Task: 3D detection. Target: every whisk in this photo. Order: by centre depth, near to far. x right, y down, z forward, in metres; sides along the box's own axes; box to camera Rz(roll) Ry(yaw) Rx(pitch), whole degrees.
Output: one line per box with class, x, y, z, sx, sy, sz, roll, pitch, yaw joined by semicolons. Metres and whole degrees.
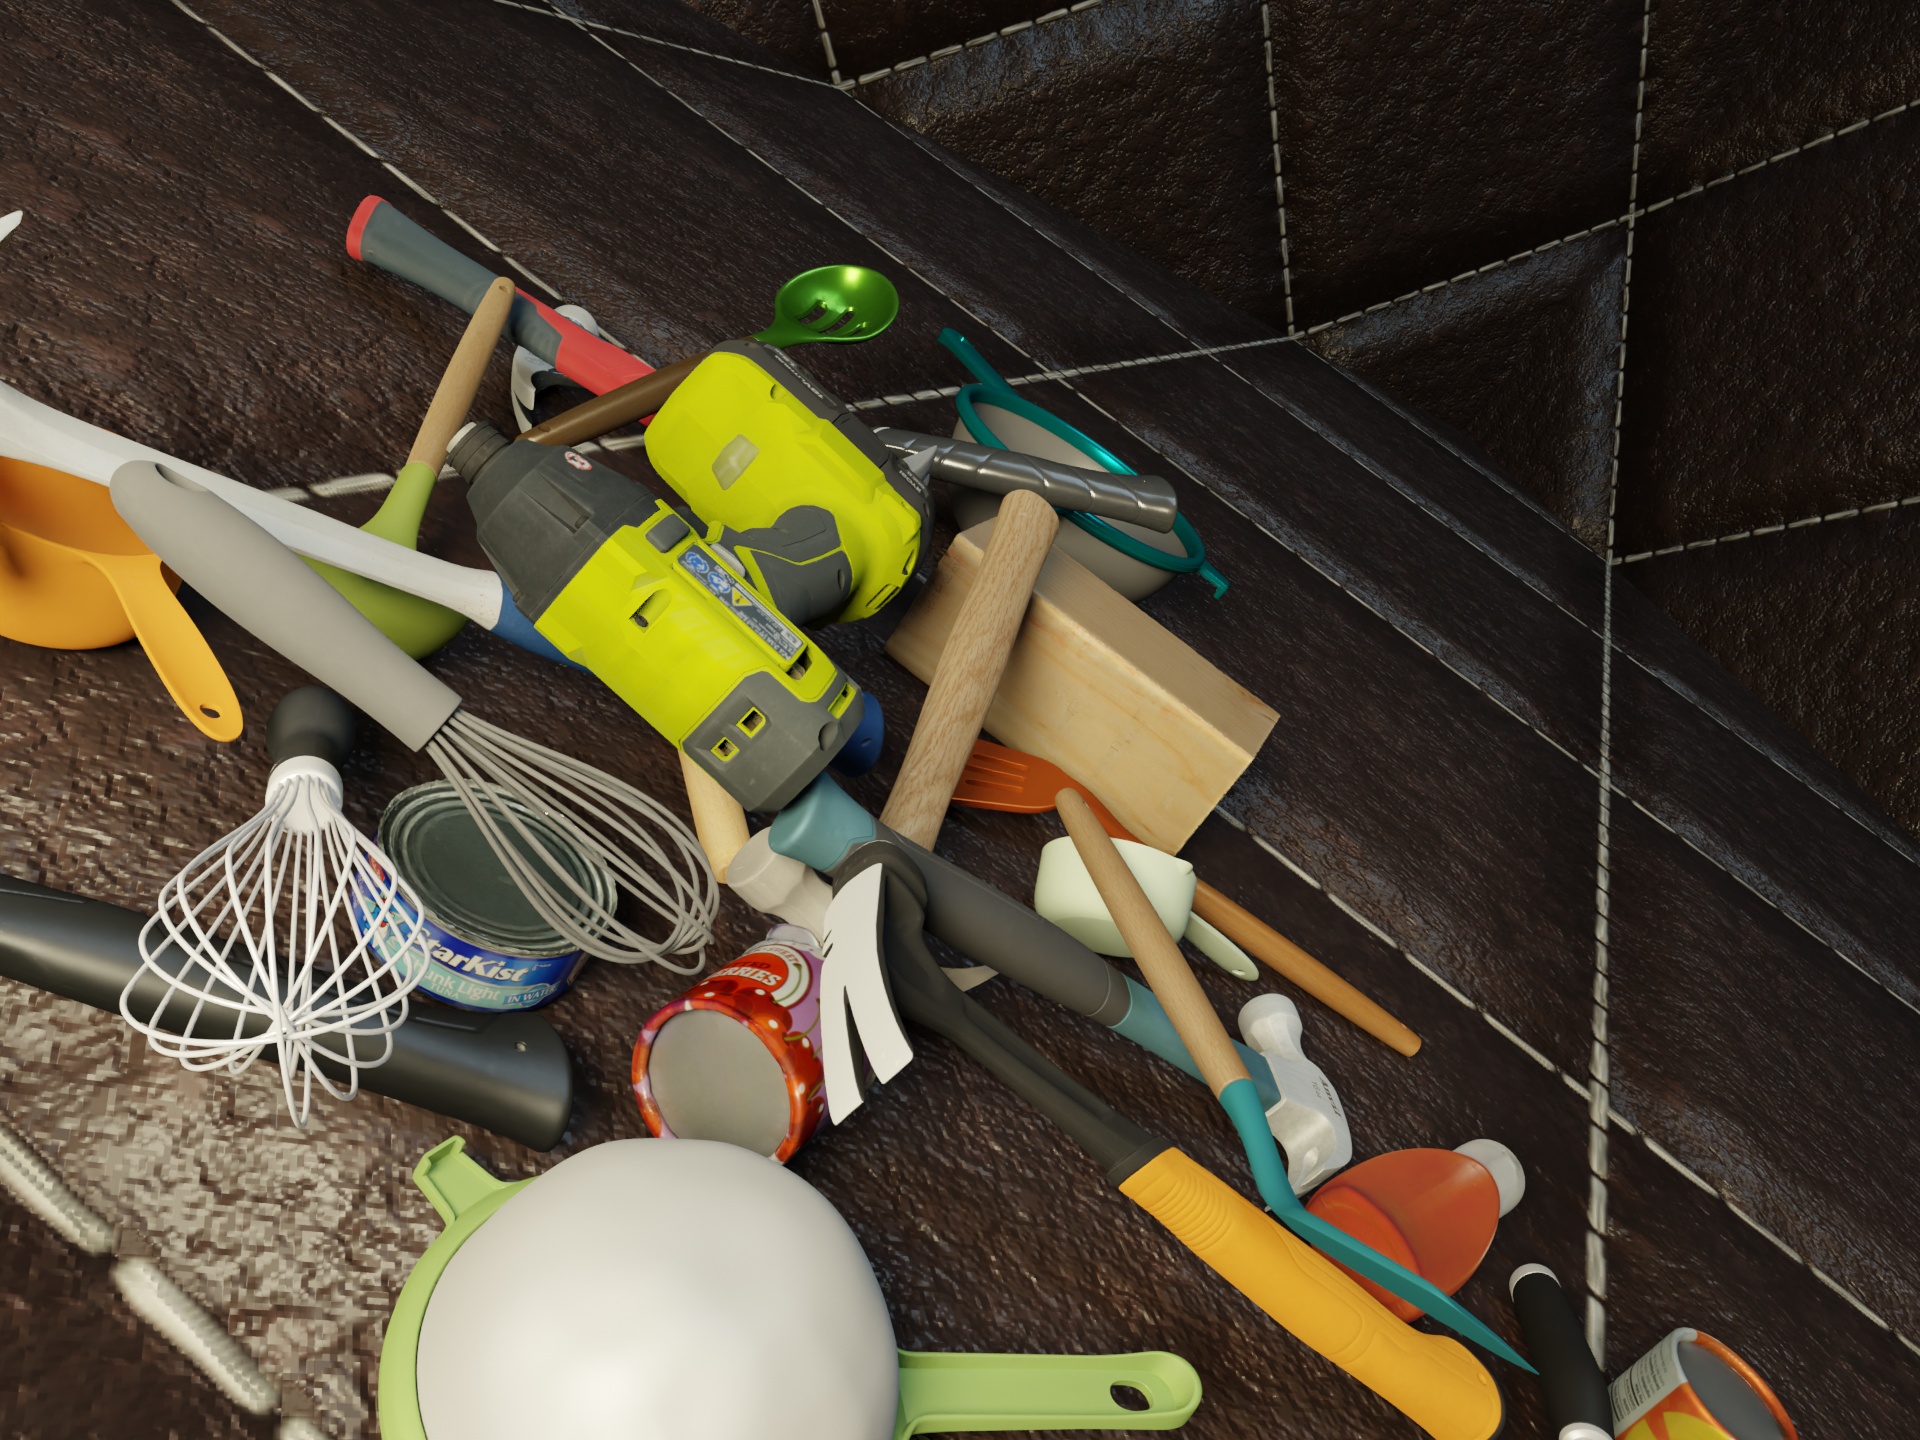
whisk;-0.196;0.031;0.473;0.070;0.070;0.285;22;7;-25
whisk;-0.170;0.002;0.509;0.239;0.055;0.055;42;22;-14
whisk;-0.132;-0.020;0.739;0.047;0.051;0.245;29;27;-41

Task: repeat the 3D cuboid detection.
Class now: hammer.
hammer;-0.266;0.059;0.437;0.334;0.035;0.146;24;26;-21
hammer;0.083;0.176;0.568;0.336;0.034;0.127;40;17;-18
hammer;-0.189;-0.055;0.609;0.405;0.035;0.144;22;43;-41
hammer;0.054;0.110;0.669;0.330;0.033;0.128;34;23;-30
hammer;-0.001;-0.002;0.743;0.130;0.031;0.331;47;39;-23
hammer;-0.195;-0.204;0.890;0.386;0.038;0.143;34;38;22
hammer;-0.069;-0.171;0.959;0.409;0.036;0.149;12;31;-3

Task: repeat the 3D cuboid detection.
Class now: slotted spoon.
slotted spoon;-0.128;-0.191;0.846;0.070;0.031;0.314;28;37;15

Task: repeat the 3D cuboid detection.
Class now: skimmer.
skimmer;0.218;0.318;0.570;0.127;0.090;0.363;40;14;0

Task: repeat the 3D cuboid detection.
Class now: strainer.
strainer;-0.026;0.175;0.452;0.256;0.069;0.152;13;31;-26
strainer;0.039;-0.181;1.180;0.210;0.095;0.341;17;28;-39

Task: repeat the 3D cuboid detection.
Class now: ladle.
ladle;-0.239;-0.137;0.737;0.078;0.062;0.320;29;35;-24

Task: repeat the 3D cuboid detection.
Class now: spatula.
spatula;0.107;0.121;0.625;0.082;0.044;0.318;43;12;-40
spatula;0.115;0.095;0.857;0.322;0.041;0.081;35;25;-8

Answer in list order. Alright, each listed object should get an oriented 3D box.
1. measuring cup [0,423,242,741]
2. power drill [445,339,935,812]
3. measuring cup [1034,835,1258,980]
measuring cup;-0.298;-0.037;0.553;0.174;0.052;0.095;48;28;24
power drill;-0.098;-0.076;0.644;0.171;0.080;0.223;43;25;-9
measuring cup;0.100;0.109;0.787;0.167;0.083;0.038;39;57;-38
